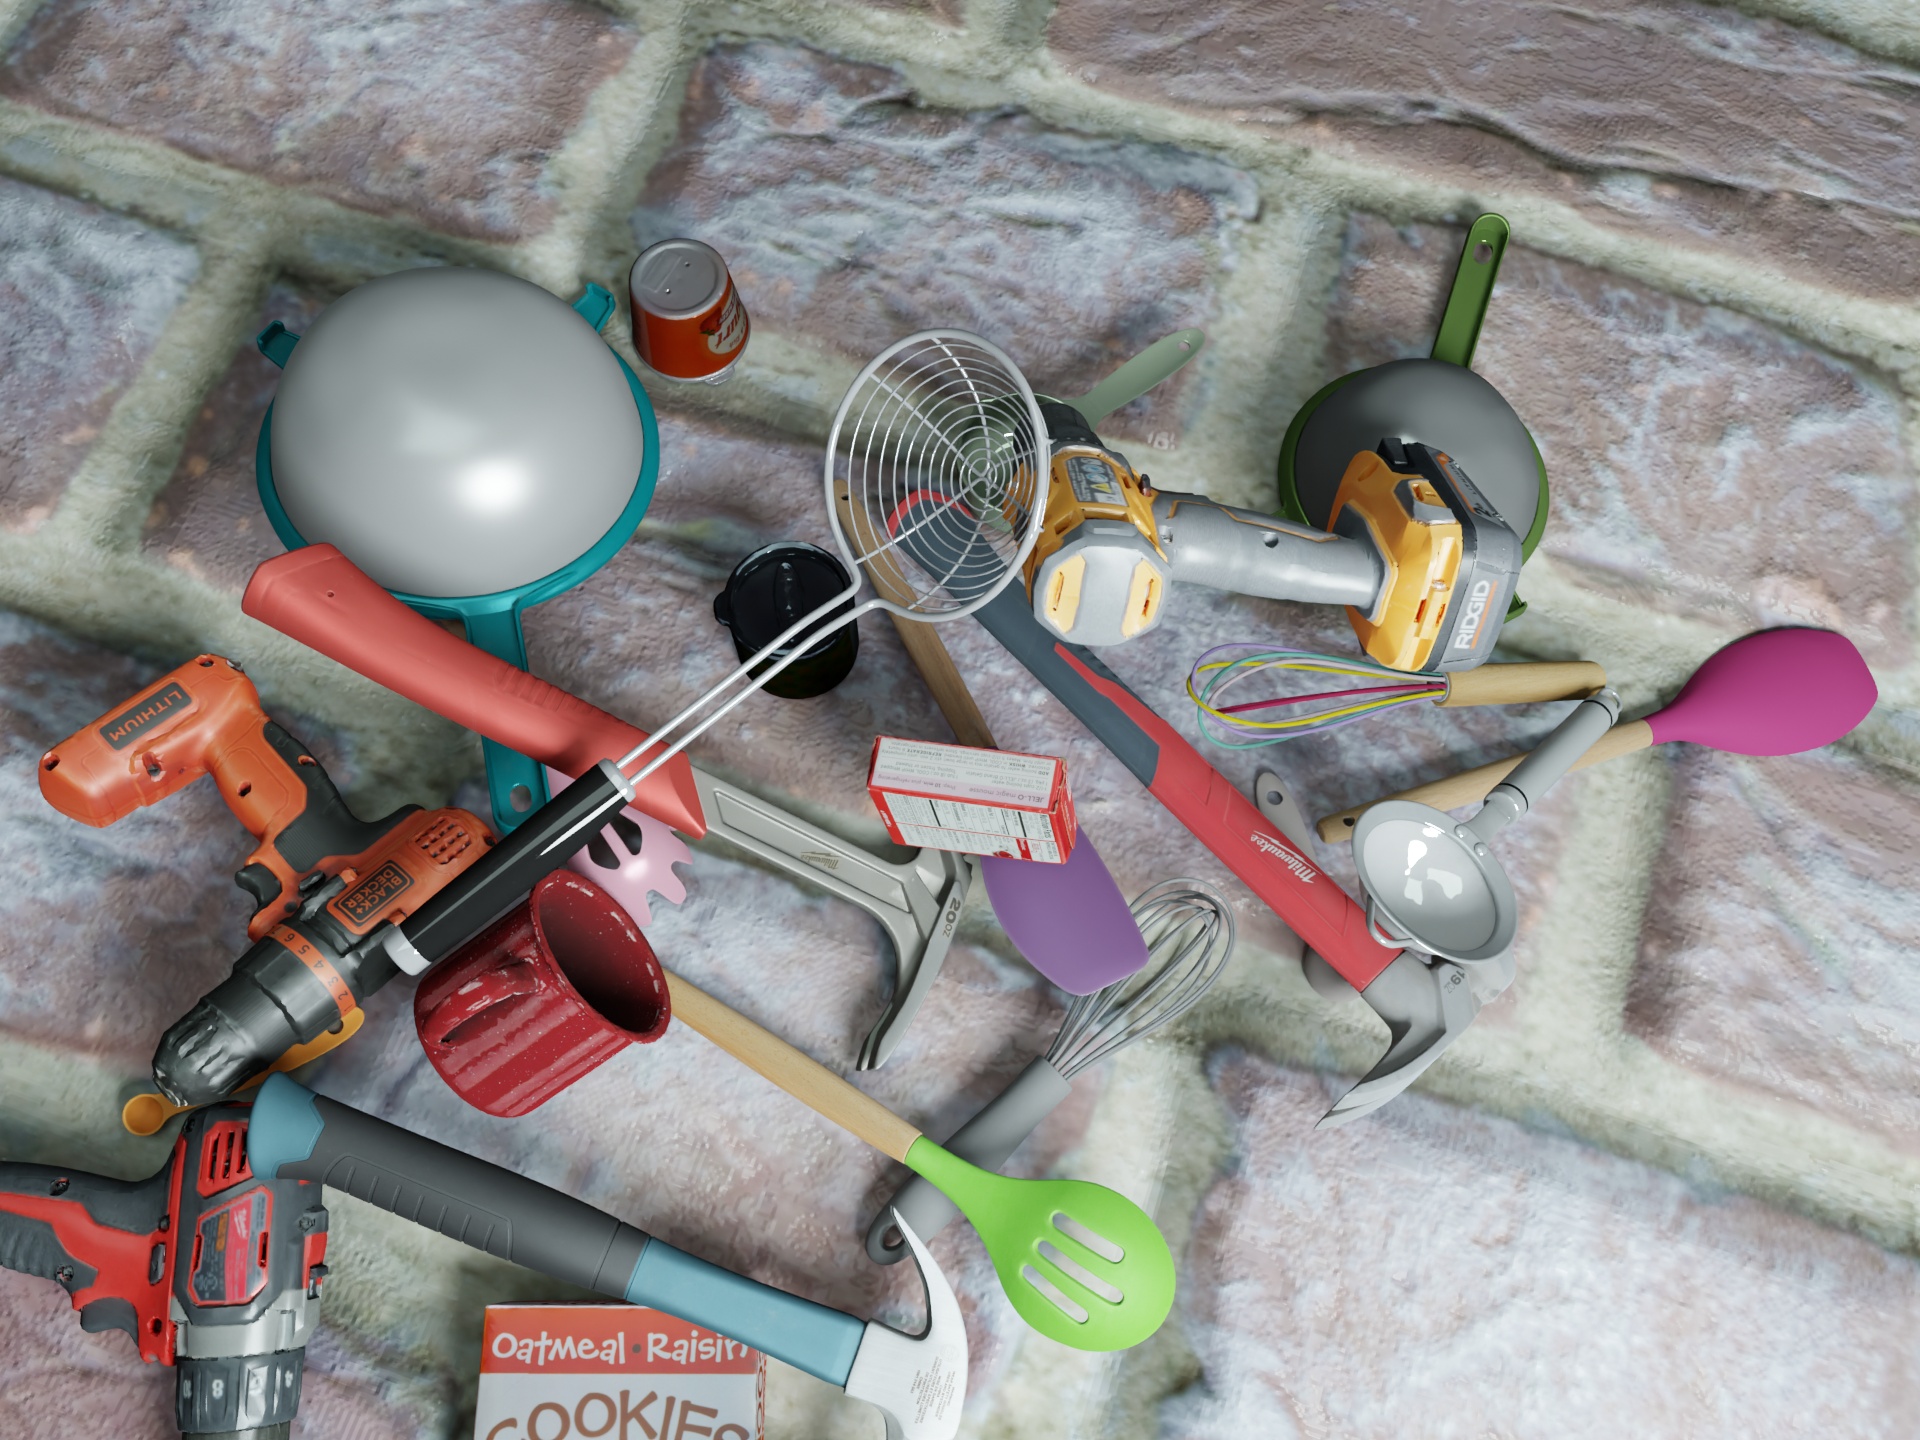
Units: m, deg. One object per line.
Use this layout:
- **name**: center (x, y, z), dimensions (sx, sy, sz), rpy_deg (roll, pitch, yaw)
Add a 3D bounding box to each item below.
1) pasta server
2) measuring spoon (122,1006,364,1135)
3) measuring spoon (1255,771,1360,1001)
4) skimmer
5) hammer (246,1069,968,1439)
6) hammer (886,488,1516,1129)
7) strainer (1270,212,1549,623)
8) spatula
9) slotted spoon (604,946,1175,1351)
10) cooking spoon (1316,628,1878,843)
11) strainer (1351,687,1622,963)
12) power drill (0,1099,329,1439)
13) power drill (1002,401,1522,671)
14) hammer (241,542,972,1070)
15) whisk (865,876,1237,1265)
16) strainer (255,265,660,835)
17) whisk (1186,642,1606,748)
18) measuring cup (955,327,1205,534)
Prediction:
- **pasta server**: center (-0.243, -0.026, 0.831), dimensions (0.060, 0.040, 0.316), rpy_deg (-35, 71, -13)
- **measuring spoon**: center (-0.344, 0.167, 0.767), dimensions (0.117, 0.011, 0.021), rpy_deg (-25, 88, -13)
- **measuring spoon**: center (0.176, 0.081, 0.803), dimensions (0.034, 0.018, 0.124), rpy_deg (-16, 70, -7)
- **skimmer**: center (-0.112, -0.025, 0.688), dimensions (0.363, 0.090, 0.127), rpy_deg (-40, 64, -8)
- **hammer**: center (-0.152, 0.231, 0.682), dimensions (0.331, 0.033, 0.128), rpy_deg (21, 72, 1)
- **hammer**: center (0.087, 0.023, 0.782), dimensions (0.143, 0.038, 0.386), rpy_deg (-29, 65, -39)
- **strainer**: center (0.271, -0.189, 0.876), dimensions (0.151, 0.069, 0.256), rpy_deg (19, 72, 6)
- **spatula**: center (-0.001, -0.003, 0.802), dimensions (0.060, 0.018, 0.316), rpy_deg (-22, 64, -14)
- **slotted spoon**: center (-0.044, 0.185, 0.731), dimensions (0.314, 0.031, 0.070), rpy_deg (28, 89, 20)
- **cooking spoon**: center (0.335, 0.013, 0.831), dimensions (0.319, 0.017, 0.069), rpy_deg (-16, 70, -7)
- **strainer**: center (0.256, 0.046, 0.759), dimensions (0.258, 0.050, 0.087), rpy_deg (-33, 73, -35)
- **power drill**: center (-0.396, 0.265, 0.696), dimensions (0.226, 0.080, 0.188), rpy_deg (-1, 75, -6)
- **power drill**: center (0.133, -0.099, 0.779), dimensions (0.226, 0.084, 0.186), rpy_deg (3, 33, -9)
- **hammer**: center (-0.163, 0.027, 0.746), dimensions (0.359, 0.036, 0.149), rpy_deg (28, 68, -13)
- **whisk**: center (0.042, 0.166, 0.756), dimensions (0.239, 0.055, 0.055), rpy_deg (-44, 77, -10)
- **strainer**: center (-0.248, -0.109, 0.800), dimensions (0.211, 0.095, 0.341), rpy_deg (-11, 64, -13)
- **whisk**: center (0.224, -0.014, 0.800), dimensions (0.245, 0.047, 0.051), rpy_deg (-2, 99, -20)
- **measuring cup**: center (0.070, -0.163, 0.881), dimensions (0.167, 0.038, 0.083), rpy_deg (-37, 75, -15)
